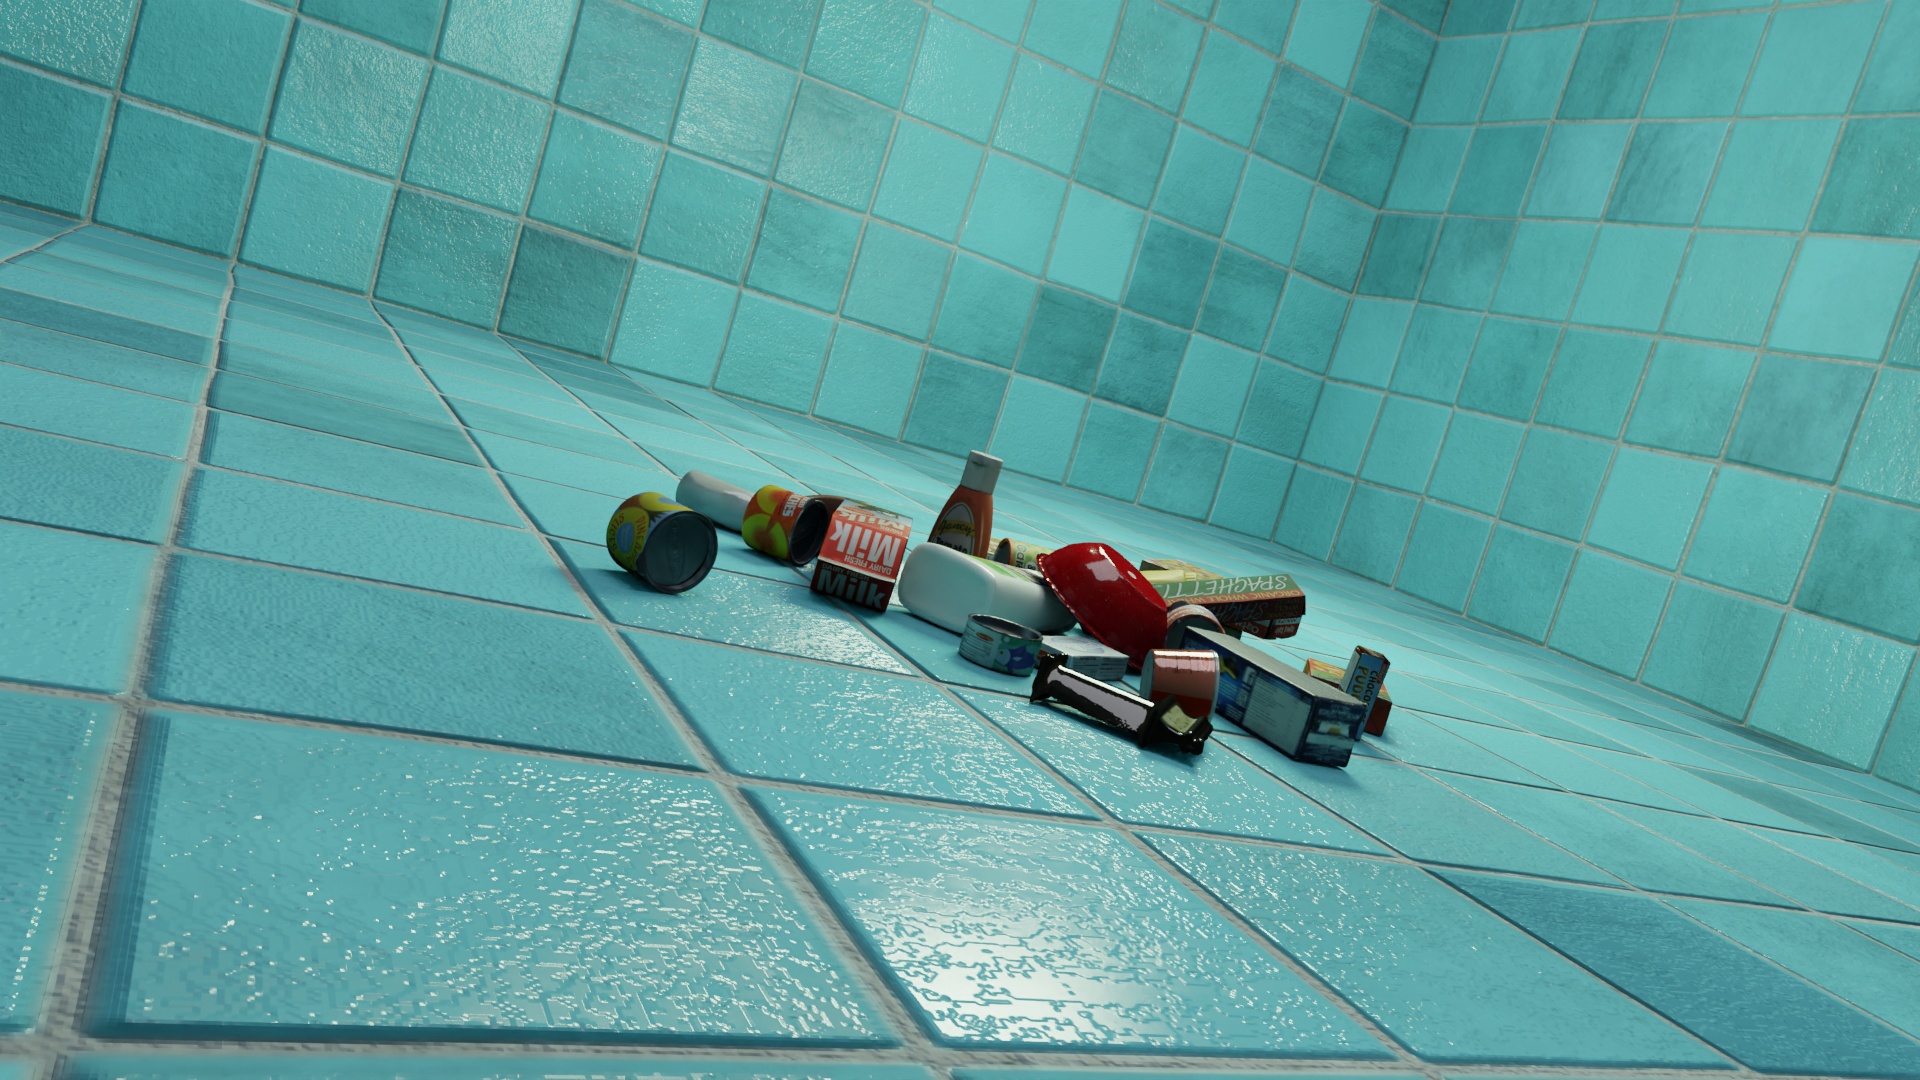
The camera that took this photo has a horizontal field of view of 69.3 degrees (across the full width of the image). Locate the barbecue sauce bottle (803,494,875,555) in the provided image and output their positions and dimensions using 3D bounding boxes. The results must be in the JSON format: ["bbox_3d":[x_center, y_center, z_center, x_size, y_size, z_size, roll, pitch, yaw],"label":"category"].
[{"bbox_3d":[-0.153,-0.019,1.438,0.148,0.065,0.044,11,1,36],"label":"barbecue sauce bottle"}]

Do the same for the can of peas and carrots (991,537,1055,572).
[{"bbox_3d":[0.069,0.034,1.519,0.059,0.071,0.071,15,7,-15],"label":"can of peas and carrots"}]

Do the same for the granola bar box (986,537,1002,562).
[{"bbox_3d":[0.040,0.025,1.640,0.124,0.039,0.166,15,7,-11],"label":"granola bar box"}]

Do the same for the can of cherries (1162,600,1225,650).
[{"bbox_3d":[0.231,0.099,1.394,0.071,0.071,0.058,17,7,2],"label":"can of cherries"}]

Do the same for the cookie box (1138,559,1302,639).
[{"bbox_3d":[0.300,0.068,1.607,0.167,0.040,0.123,22,9,28],"label":"cookie box"}]

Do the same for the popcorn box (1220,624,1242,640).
[{"bbox_3d":[0.269,0.098,1.618,0.085,0.038,0.127,17,7,-6],"label":"popcorn box"}]

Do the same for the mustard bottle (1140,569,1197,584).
[{"bbox_3d":[0.213,0.059,1.539,0.160,0.048,0.065,-5,10,10],"label":"mustard bottle"}]

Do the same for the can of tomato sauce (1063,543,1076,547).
[{"bbox_3d":[0.141,0.042,1.644,0.071,0.071,0.083,17,7,-4],"label":"can of tomato sauce"}]

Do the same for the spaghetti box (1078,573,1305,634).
[{"bbox_3d":[0.246,0.067,1.484,0.250,0.028,0.050,-4,30,-12],"label":"spaghetti box"}]

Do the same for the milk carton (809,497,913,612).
[{"bbox_3d":[-0.090,0.014,1.274,0.072,0.073,0.191,17,7,-3],"label":"milk carton"}]

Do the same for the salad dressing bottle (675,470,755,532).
[{"bbox_3d":[-0.221,-0.029,1.418,0.148,0.044,0.064,21,6,23],"label":"salad dressing bottle"}]

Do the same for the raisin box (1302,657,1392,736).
[{"bbox_3d":[0.397,0.161,1.440,0.086,0.040,0.123,18,8,11],"label":"raisin box"}]

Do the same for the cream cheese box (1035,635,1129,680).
[{"bbox_3d":[0.102,0.104,1.228,0.053,0.024,0.104,23,9,34],"label":"cream cheese box"}]

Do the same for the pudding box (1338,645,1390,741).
[{"bbox_3d":[0.381,0.146,1.333,0.030,0.083,0.050,21,6,6],"label":"pudding box"}]

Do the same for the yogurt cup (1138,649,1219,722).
[{"bbox_3d":[0.178,0.120,1.136,0.054,0.072,0.072,9,7,-2],"label":"yogurt cup"}]

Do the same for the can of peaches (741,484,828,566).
[{"bbox_3d":[-0.169,-0.017,1.336,0.058,0.071,0.071,19,7,23],"label":"can of peaches"}]

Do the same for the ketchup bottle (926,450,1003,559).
[{"bbox_3d":[0.005,-0.018,1.441,0.065,0.148,0.043,20,5,21],"label":"ketchup bottle"}]

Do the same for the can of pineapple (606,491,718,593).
[{"bbox_3d":[-0.230,0.001,1.063,0.071,0.071,0.058,10,9,-46],"label":"can of pineapple"}]

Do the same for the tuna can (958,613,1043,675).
[{"bbox_3d":[0.035,0.087,1.162,0.071,0.032,0.071,17,7,-2],"label":"tuna can"}]
